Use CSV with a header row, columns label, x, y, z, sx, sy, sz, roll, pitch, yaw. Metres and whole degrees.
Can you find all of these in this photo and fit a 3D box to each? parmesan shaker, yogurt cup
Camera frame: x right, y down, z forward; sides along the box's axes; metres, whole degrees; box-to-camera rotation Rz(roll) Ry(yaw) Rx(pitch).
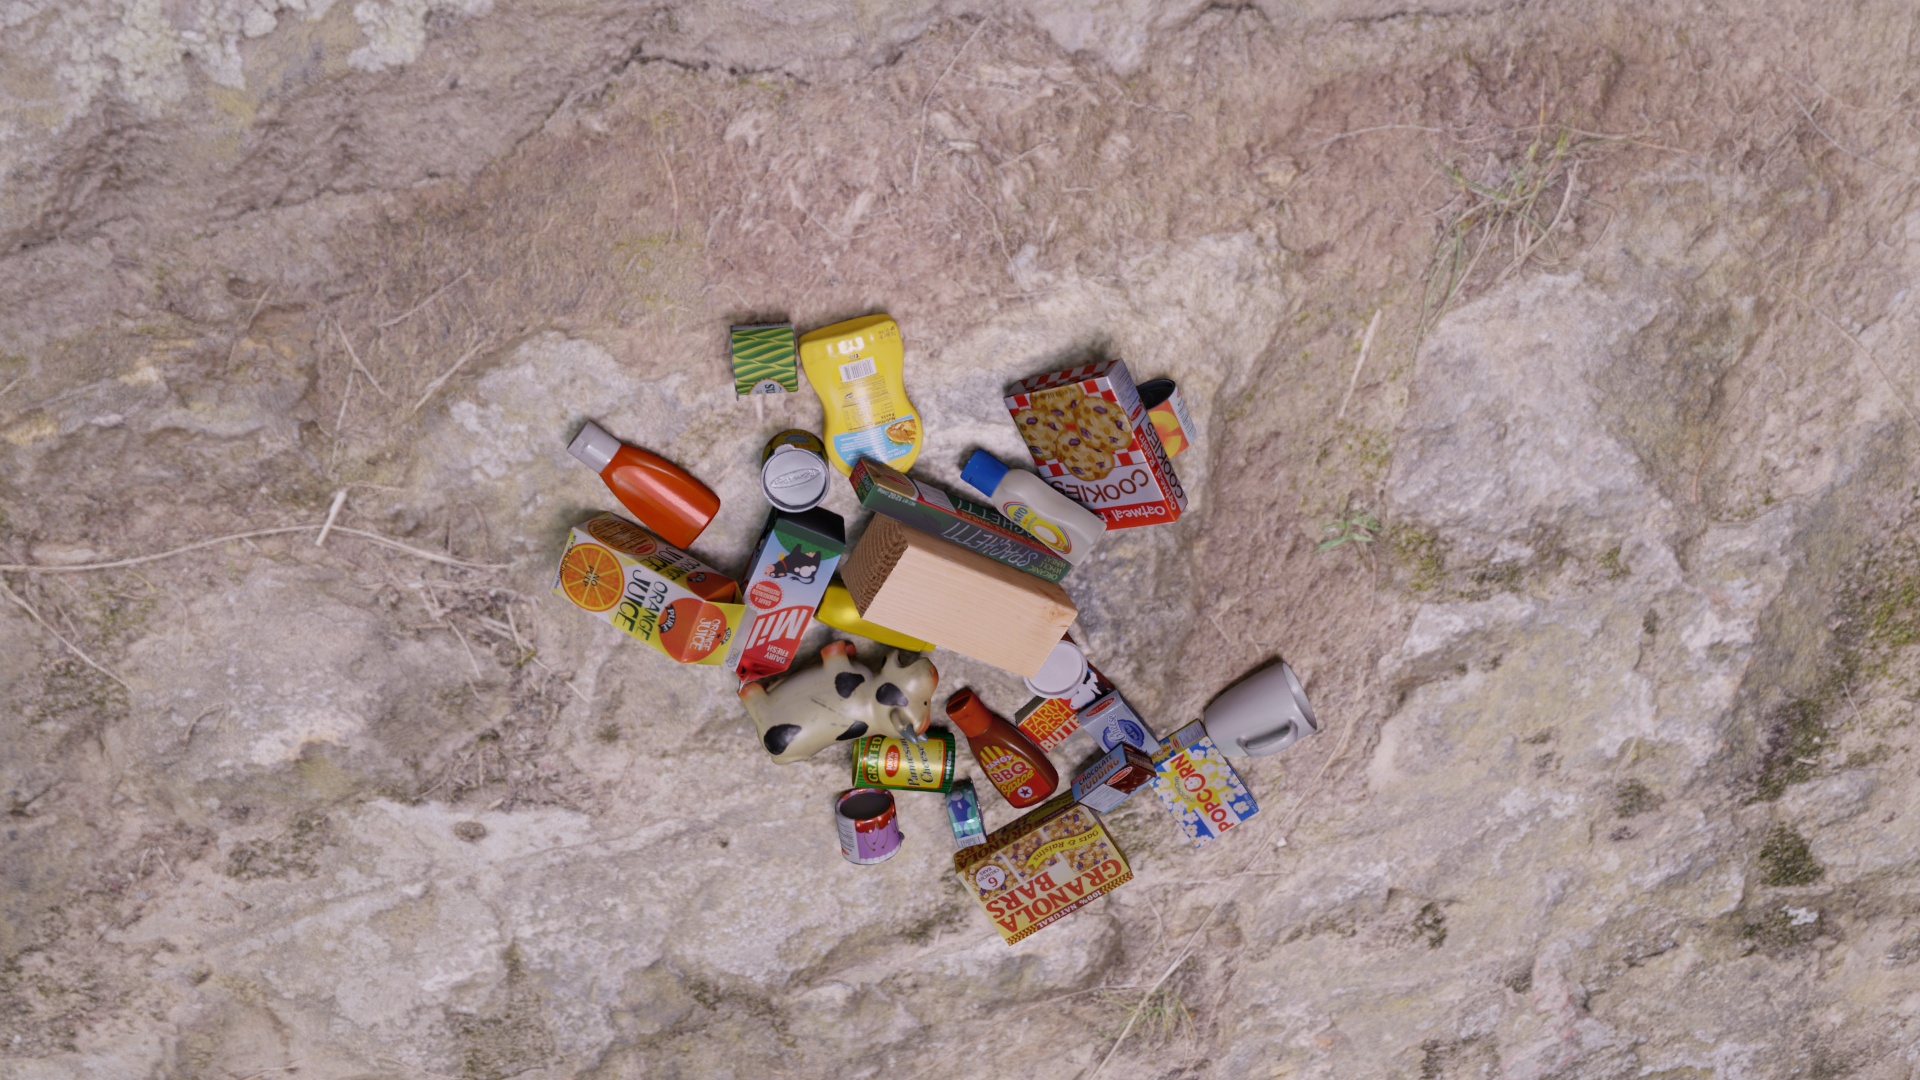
label,x,y,z,sx,sy,sz,roll,pitch,yaw
parmesan shaker,-0.061,0.230,1.478,0.103,0.071,0.071,5,113,-9
yogurt cup,0.095,0.124,1.456,0.072,0.054,0.072,-2,113,-6

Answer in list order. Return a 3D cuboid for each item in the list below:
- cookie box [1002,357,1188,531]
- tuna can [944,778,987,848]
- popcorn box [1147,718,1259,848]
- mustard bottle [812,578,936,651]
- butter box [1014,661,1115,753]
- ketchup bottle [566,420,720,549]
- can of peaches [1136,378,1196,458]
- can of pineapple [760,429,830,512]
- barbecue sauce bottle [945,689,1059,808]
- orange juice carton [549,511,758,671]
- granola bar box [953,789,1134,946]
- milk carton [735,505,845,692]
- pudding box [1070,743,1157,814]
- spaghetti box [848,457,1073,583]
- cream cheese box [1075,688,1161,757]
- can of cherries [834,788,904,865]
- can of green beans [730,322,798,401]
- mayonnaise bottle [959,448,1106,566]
label,x,y,z,sx,sy,sz,roll,pitch,yaw
cookie box,0.132,-0.087,1.343,0.123,0.040,0.167,-8,121,39
tuna can,0.005,0.298,1.516,0.033,0.071,0.070,-14,114,1
popcorn box,0.265,0.272,1.548,0.085,0.038,0.126,-33,113,8
mustard bottle,-0.071,0.081,1.415,0.160,0.065,0.049,18,93,-19
butter box,0.113,0.177,1.497,0.103,0.024,0.053,-43,111,11
ketchup bottle,-0.307,-0.057,1.337,0.148,0.044,0.064,38,104,-19
can of peaches,0.188,-0.116,1.358,0.071,0.071,0.058,-27,114,6
can of pineapple,-0.159,-0.070,1.341,0.071,0.058,0.070,-3,114,-6
barbecue sauce bottle,0.041,0.223,1.497,0.064,0.044,0.148,-29,114,23
orange juice carton,-0.287,0.052,1.334,0.193,0.073,0.071,28,109,8
granola bar box,0.094,0.368,1.569,0.165,0.039,0.124,-31,112,7
milk carton,-0.185,0.058,1.385,0.073,0.072,0.189,22,109,-15
pudding box,0.166,0.260,1.507,0.049,0.030,0.083,29,123,-32
spaghetti box,0.005,-0.017,1.350,0.250,0.050,0.028,22,114,-33
cream cheese box,0.171,0.205,1.500,0.053,0.024,0.103,-33,132,9
can of cherries,-0.098,0.308,1.508,0.071,0.072,0.058,-8,113,-3
can of green beans,-0.182,-0.169,1.291,0.058,0.071,0.071,-4,114,-5
mayonnaise bottle,0.069,-0.035,1.366,0.148,0.064,0.041,34,62,4
